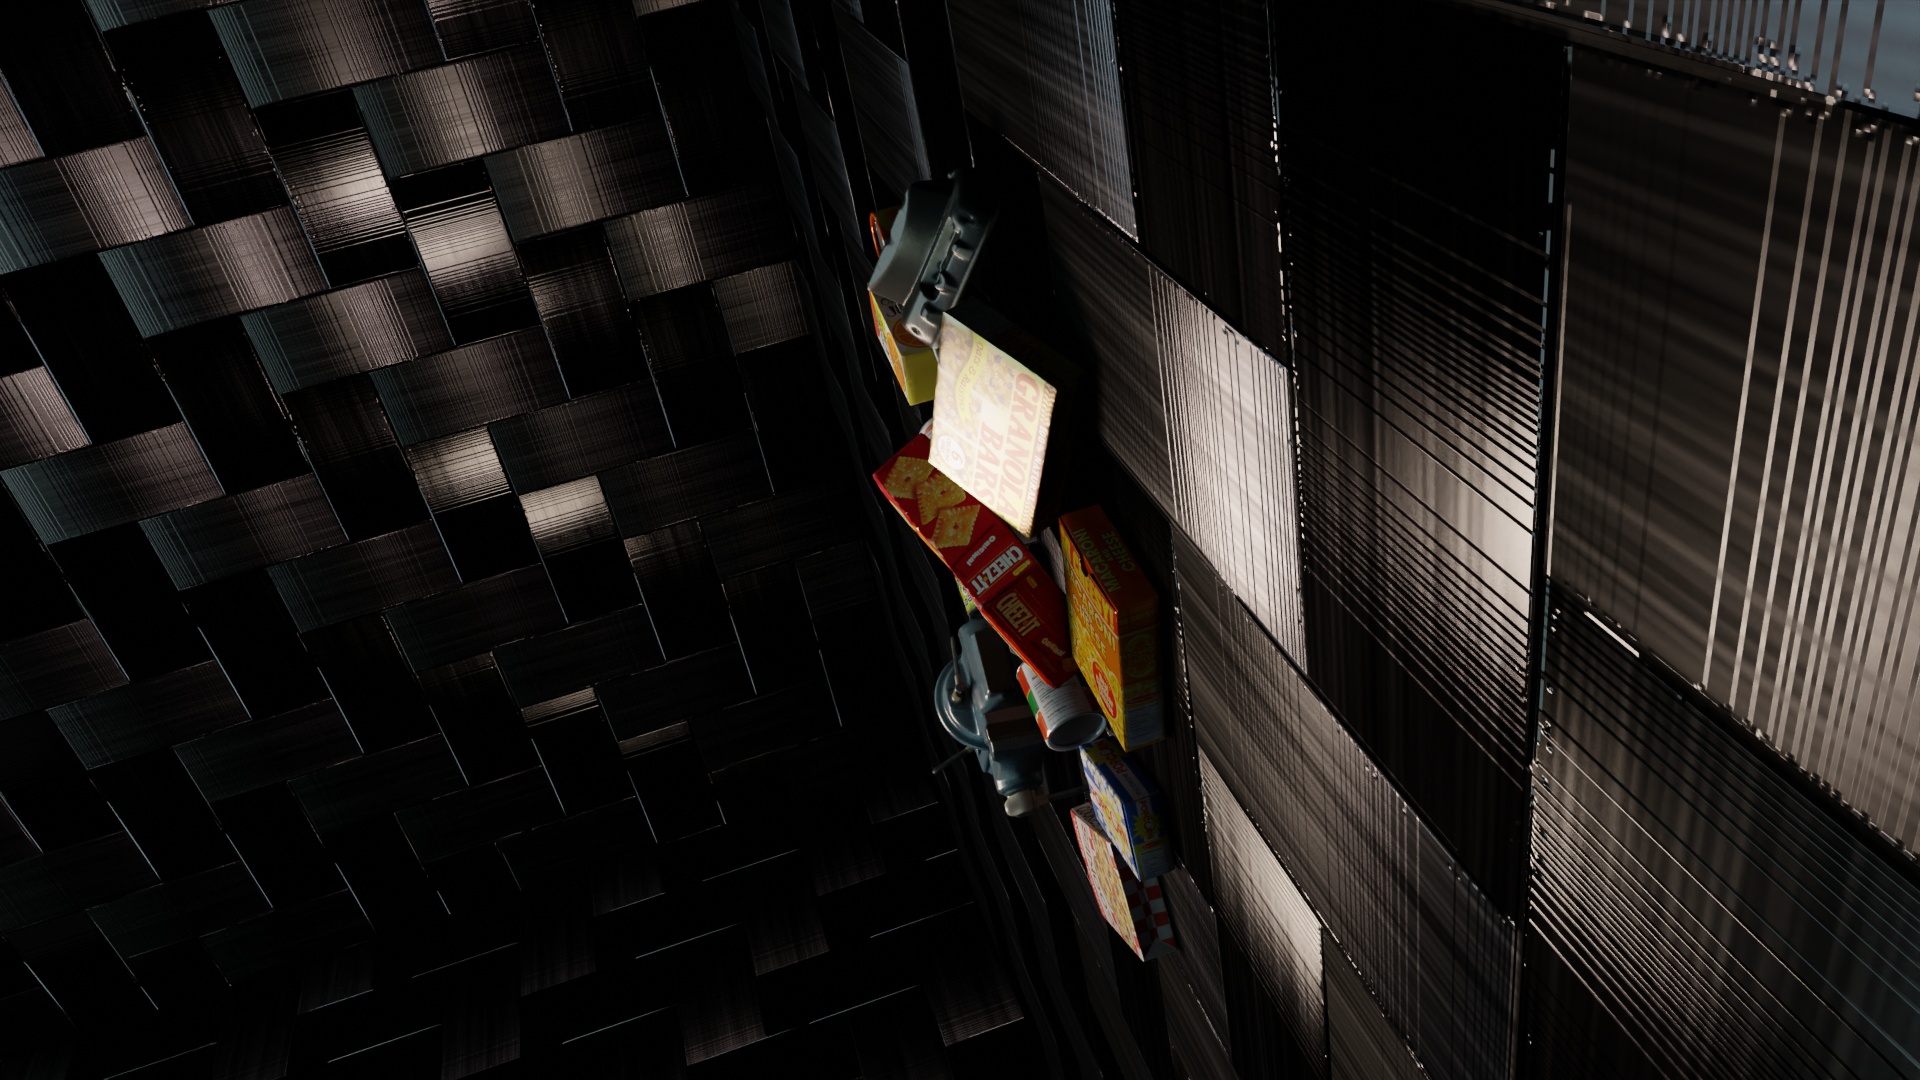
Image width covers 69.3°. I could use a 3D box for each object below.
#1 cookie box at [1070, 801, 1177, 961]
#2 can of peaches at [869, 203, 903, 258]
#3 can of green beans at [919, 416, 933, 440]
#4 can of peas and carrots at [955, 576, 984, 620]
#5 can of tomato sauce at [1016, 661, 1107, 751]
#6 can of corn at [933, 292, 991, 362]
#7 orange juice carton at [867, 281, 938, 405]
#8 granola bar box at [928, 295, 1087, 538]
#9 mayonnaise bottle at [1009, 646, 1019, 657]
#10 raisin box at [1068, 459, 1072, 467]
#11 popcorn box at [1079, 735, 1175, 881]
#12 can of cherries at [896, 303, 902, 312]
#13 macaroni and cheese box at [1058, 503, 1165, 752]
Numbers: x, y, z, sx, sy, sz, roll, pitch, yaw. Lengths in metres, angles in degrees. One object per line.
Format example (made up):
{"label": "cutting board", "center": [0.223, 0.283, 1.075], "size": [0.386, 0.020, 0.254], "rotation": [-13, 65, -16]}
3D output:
{"label": "cookie box", "center": [0.164, 0.343, 1.424], "size": [0.167, 0.040, 0.123], "rotation": [-176, 69, -82]}
{"label": "can of peaches", "center": [-0.063, -0.333, 1.510], "size": [0.071, 0.058, 0.071], "rotation": [165, 88, -82]}
{"label": "can of green beans", "center": [-0.008, -0.104, 1.577], "size": [0.071, 0.071, 0.058], "rotation": [82, 167, -48]}
{"label": "can of peas and carrots", "center": [0.031, 0.057, 1.633], "size": [0.070, 0.071, 0.059], "rotation": [91, 161, -65]}
{"label": "can of tomato sauce", "center": [0.102, 0.157, 1.378], "size": [0.070, 0.071, 0.083], "rotation": [83, 166, -51]}
{"label": "can of corn", "center": [0.004, -0.198, 1.328], "size": [0.071, 0.058, 0.071], "rotation": [165, 88, -82]}
{"label": "orange juice carton", "center": [-0.054, -0.244, 1.576], "size": [0.071, 0.073, 0.193], "rotation": [81, 169, -45]}
{"label": "granola bar box", "center": [0.035, -0.099, 1.130], "size": [0.124, 0.039, 0.164], "rotation": [38, 144, 26]}
{"label": "mayonnaise bottle", "center": [0.078, 0.157, 1.619], "size": [0.064, 0.041, 0.149], "rotation": [87, 163, -54]}
{"label": "raisin box", "center": [0.045, -0.101, 1.227], "size": [0.085, 0.040, 0.123], "rotation": [-44, 61, 54]}
{"label": "popcorn box", "center": [0.155, 0.248, 1.298], "size": [0.127, 0.038, 0.085], "rotation": [-129, 23, -69]}
{"label": "can of cherries", "center": [-0.043, -0.276, 1.467], "size": [0.058, 0.071, 0.071], "rotation": [-115, 12, -52]}
{"label": "macaroni and cheese box", "center": [0.124, 0.073, 1.137], "size": [0.124, 0.040, 0.165], "rotation": [-117, 13, -48]}
